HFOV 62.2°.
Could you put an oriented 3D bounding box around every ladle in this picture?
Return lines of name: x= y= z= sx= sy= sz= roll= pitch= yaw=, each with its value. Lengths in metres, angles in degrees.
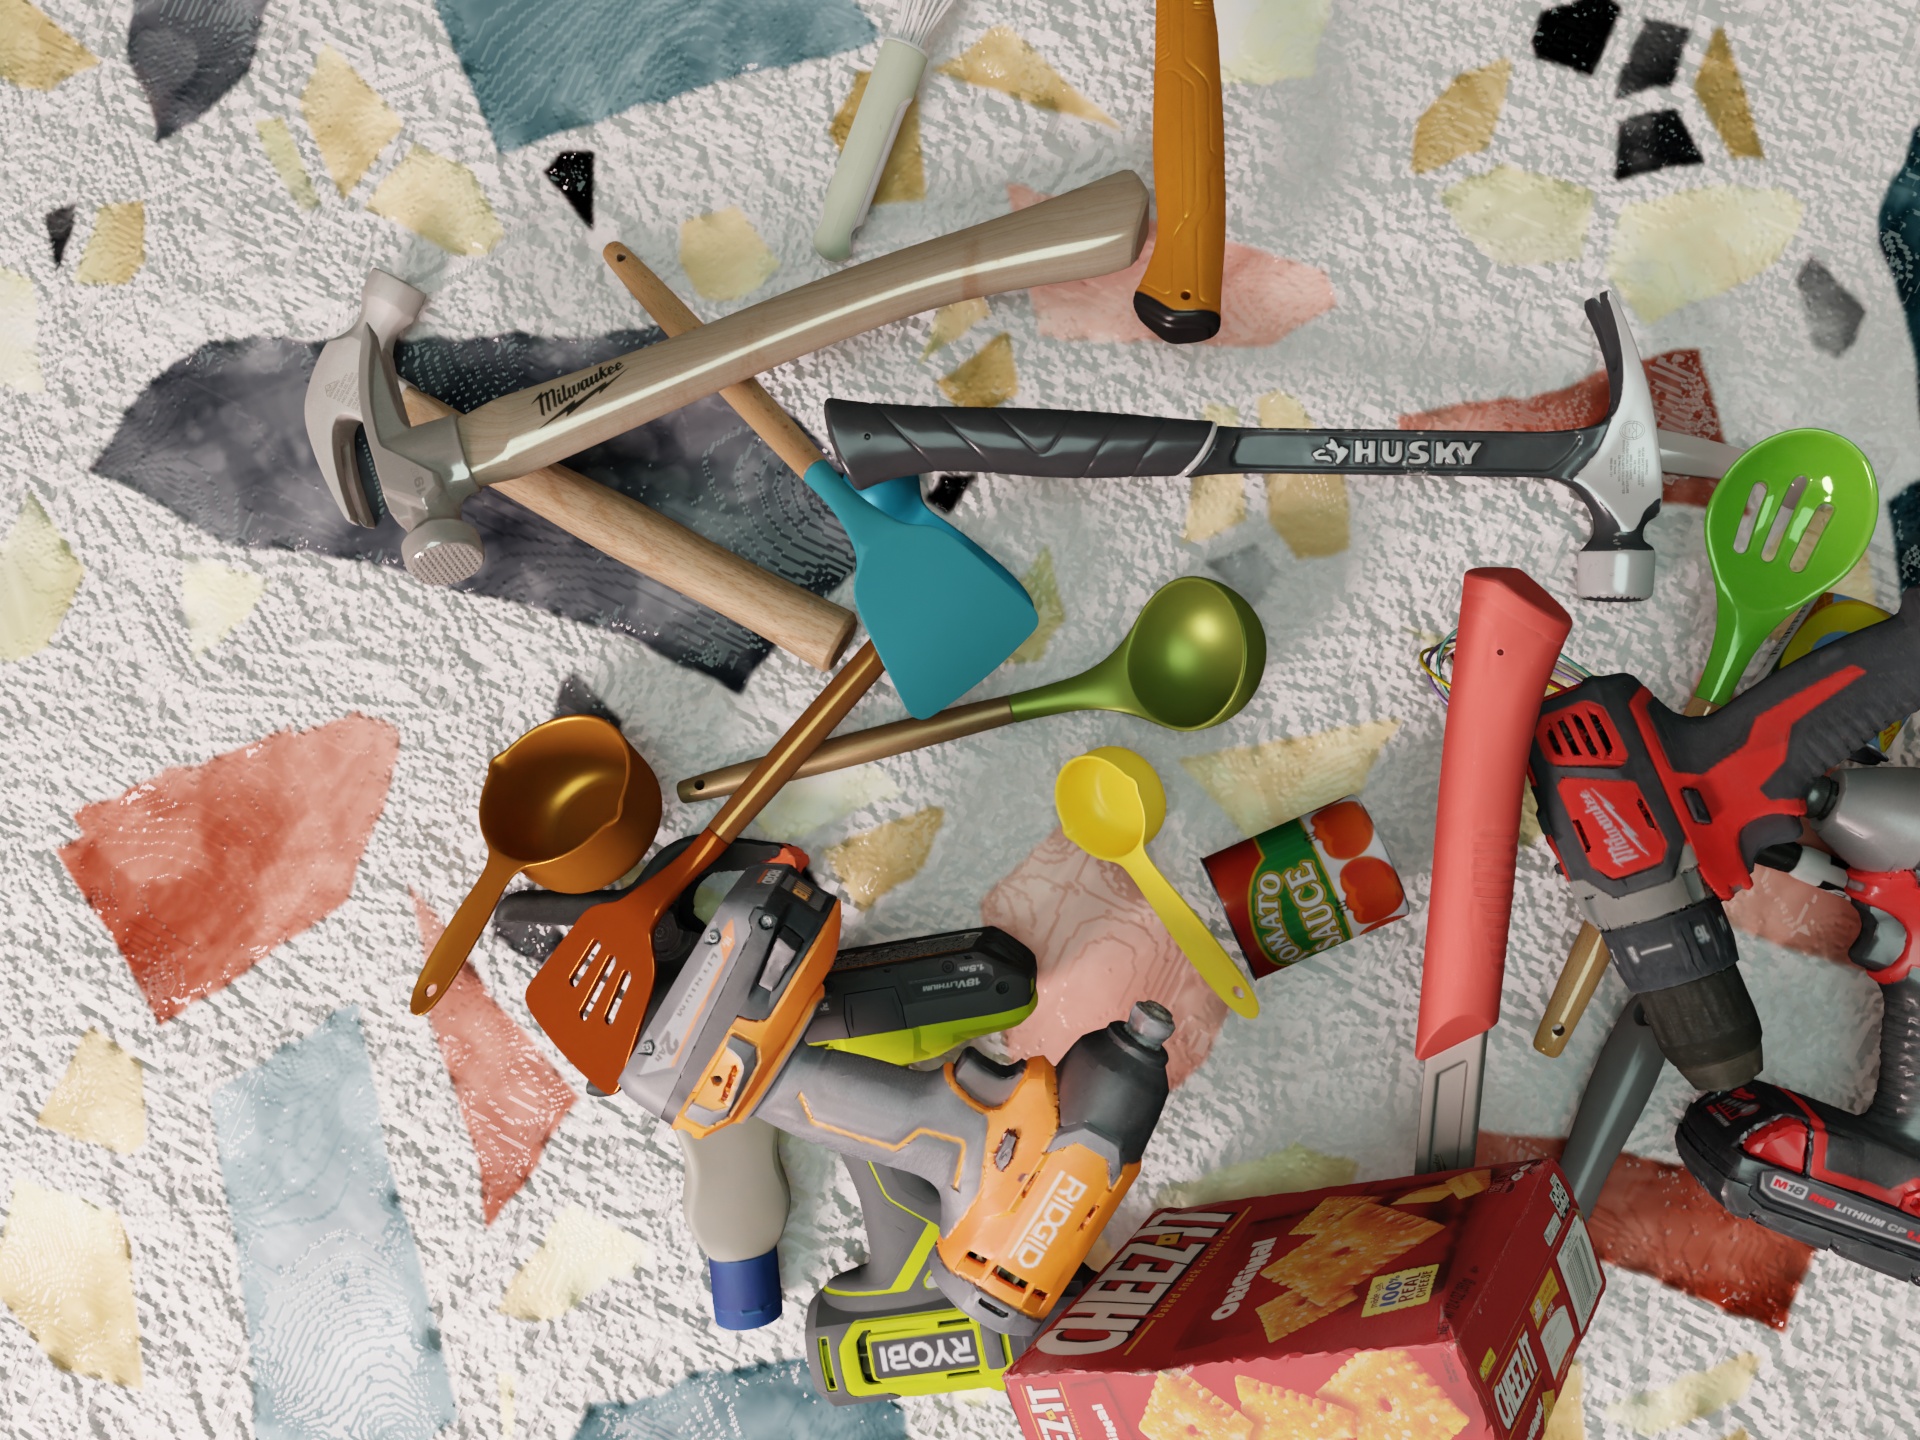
ladle: x=-0.001 y=-0.003 z=0.818 sx=0.320 sy=0.062 sz=0.078 roll=-14 pitch=73 yaw=10

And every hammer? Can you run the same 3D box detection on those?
hammer: x=-0.101 y=-0.203 z=0.810 sx=0.410 sy=0.038 sz=0.146 roll=-21 pitch=68 yaw=-4
hammer: x=0.137 y=-0.138 z=0.779 sx=0.409 sy=0.036 sz=0.149 roll=2 pitch=93 yaw=0
hammer: x=-0.207 y=-0.114 z=0.858 sx=0.331 sy=0.031 sz=0.130 roll=28 pitch=93 yaw=7
hammer: x=0.220 y=0.109 z=0.726 sx=0.149 sy=0.036 sz=0.359 roll=9 pitch=107 yaw=31
hammer: x=0.120 y=-0.352 z=0.792 sx=0.127 sy=0.034 sz=0.337 roll=0 pitch=82 yaw=8

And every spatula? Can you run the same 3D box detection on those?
spatula: x=-0.090 y=-0.141 z=0.828 sx=0.082 sy=0.044 sz=0.318 roll=-40 pitch=72 yaw=-4
spatula: x=-0.104 y=0.043 z=0.815 sx=0.081 sy=0.041 sz=0.322 roll=38 pitch=83 yaw=28

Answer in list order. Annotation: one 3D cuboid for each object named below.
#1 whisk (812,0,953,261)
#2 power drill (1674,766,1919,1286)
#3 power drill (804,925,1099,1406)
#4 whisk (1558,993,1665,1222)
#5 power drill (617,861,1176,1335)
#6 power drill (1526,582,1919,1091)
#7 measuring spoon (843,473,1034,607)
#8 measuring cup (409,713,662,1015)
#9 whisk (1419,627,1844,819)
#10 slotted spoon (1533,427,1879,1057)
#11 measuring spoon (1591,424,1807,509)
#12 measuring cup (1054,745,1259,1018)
whisk: x=-0.024 y=-0.357 z=0.829 sx=0.059 sy=0.058 sz=0.246 roll=22 pitch=97 yaw=-1
power drill: x=0.425 y=0.131 z=0.734 sx=0.143 sy=0.078 sz=0.219 roll=21 pitch=97 yaw=7
power drill: x=-0.005 y=0.225 z=0.807 sx=0.171 sy=0.080 sz=0.223 roll=-10 pitch=92 yaw=8
whisk: x=0.299 y=0.240 z=0.778 sx=0.055 sy=0.055 sz=0.239 roll=24 pitch=89 yaw=7
power drill: x=-0.021 y=0.158 z=0.727 sx=0.226 sy=0.084 sz=0.164 roll=31 pitch=98 yaw=-2
power drill: x=0.373 y=0.043 z=0.679 sx=0.226 sy=0.080 sz=0.188 roll=-23 pitch=80 yaw=22
measuring spoon: x=-0.011 y=-0.097 z=0.835 sx=0.128 sy=0.021 sz=0.042 roll=41 pitch=95 yaw=8
measuring cup: x=-0.219 y=0.082 z=0.819 sx=0.095 sy=0.052 sz=0.174 roll=18 pitch=69 yaw=30
whisk: x=0.342 y=0.008 z=0.779 sx=0.245 sy=0.047 sz=0.051 roll=20 pitch=92 yaw=3
slotted spoon: x=0.338 y=0.015 z=0.745 sx=0.070 sy=0.031 sz=0.314 roll=24 pitch=96 yaw=13
measuring spoon: x=0.371 y=-0.130 z=0.784 sx=0.124 sy=0.018 sz=0.034 roll=12 pitch=91 yaw=9
measuring cup: x=0.107 y=0.080 z=0.801 sx=0.156 sy=0.029 sz=0.062 roll=54 pitch=136 yaw=7
